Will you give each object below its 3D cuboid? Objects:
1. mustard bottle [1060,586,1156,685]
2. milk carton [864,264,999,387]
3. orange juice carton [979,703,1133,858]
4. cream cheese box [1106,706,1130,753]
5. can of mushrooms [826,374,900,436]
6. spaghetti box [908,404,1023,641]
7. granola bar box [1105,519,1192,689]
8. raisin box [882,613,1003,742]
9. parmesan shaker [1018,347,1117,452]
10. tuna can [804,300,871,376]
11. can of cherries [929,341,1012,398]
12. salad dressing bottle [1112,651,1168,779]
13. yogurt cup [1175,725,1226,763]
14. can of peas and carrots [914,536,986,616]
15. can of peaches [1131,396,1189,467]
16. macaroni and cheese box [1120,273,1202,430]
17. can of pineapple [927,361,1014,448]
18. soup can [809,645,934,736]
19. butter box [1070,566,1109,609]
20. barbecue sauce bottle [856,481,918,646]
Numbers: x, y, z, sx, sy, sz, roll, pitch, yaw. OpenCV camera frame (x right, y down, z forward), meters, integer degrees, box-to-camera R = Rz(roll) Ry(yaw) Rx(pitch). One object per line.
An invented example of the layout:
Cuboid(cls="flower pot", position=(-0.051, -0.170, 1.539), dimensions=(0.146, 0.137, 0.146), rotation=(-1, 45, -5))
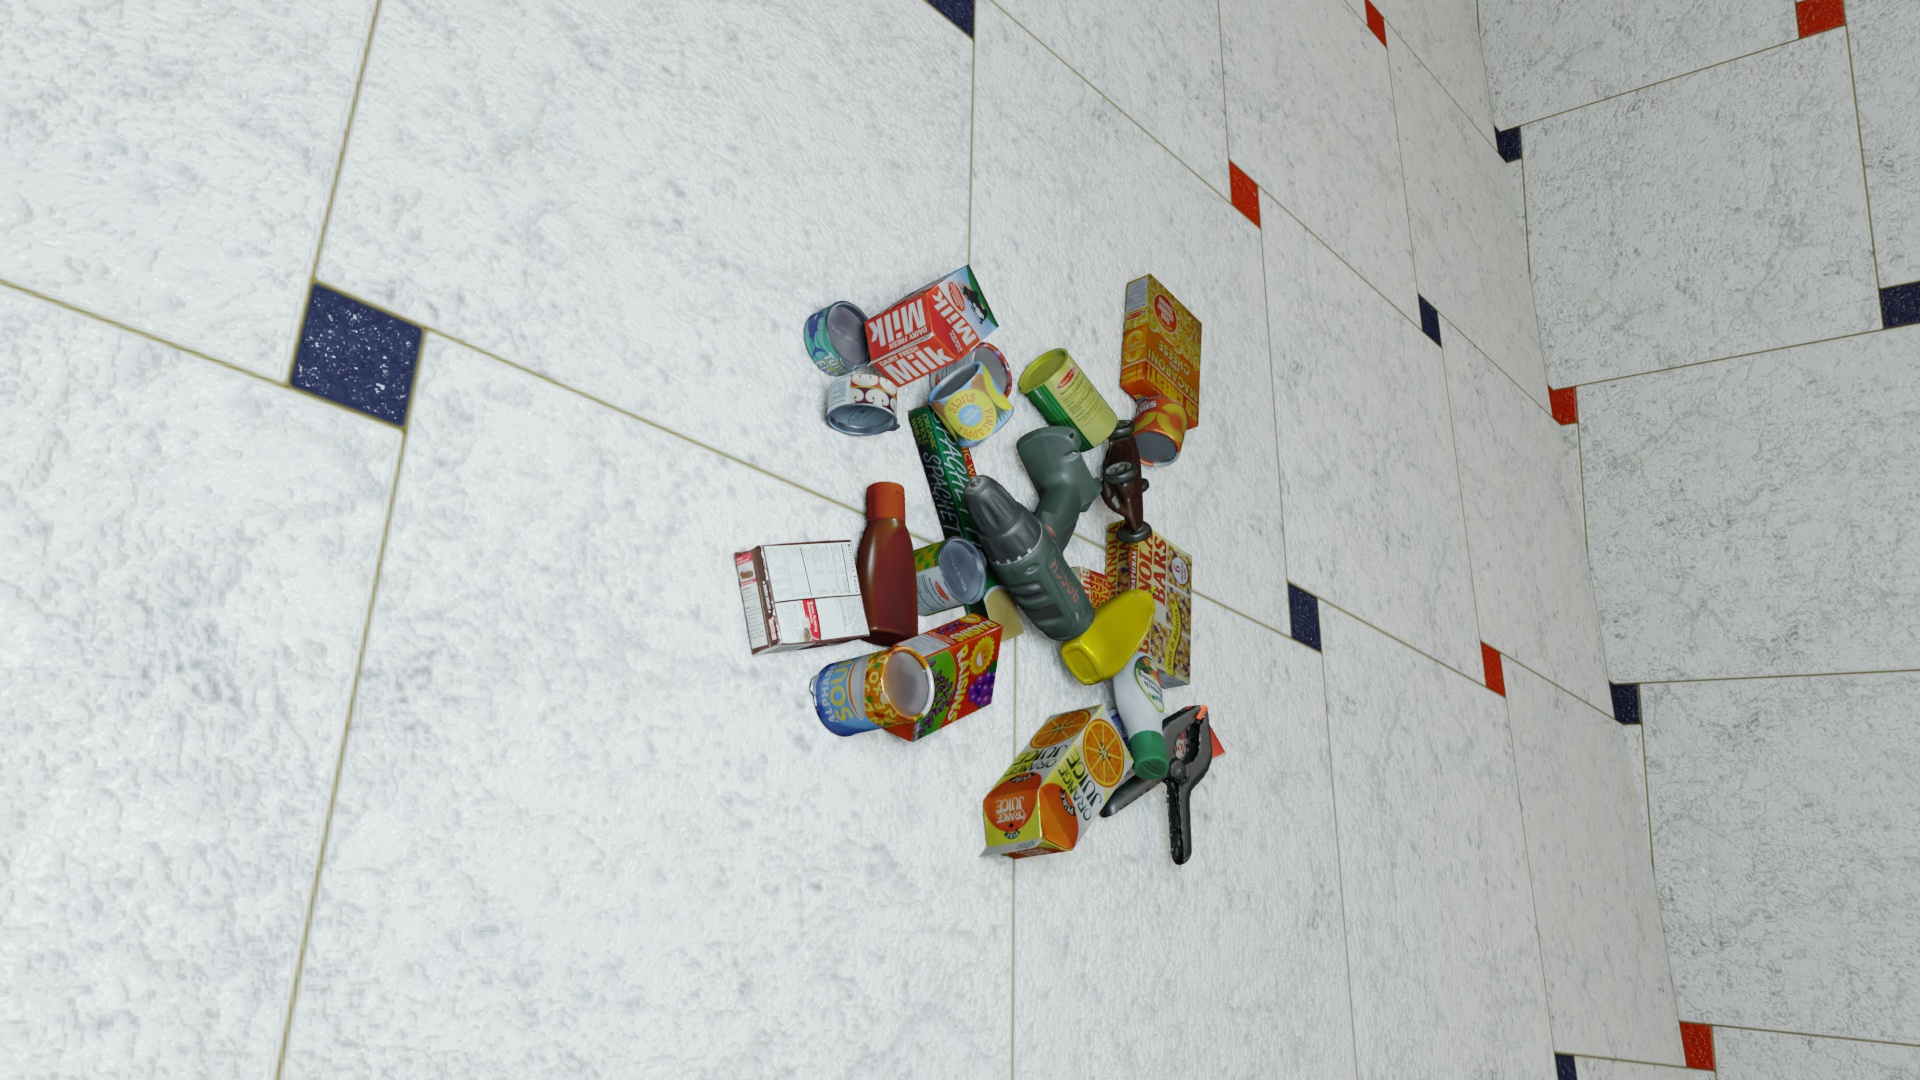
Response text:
Cuboid(cls="mustard bottle", position=(0.169, 0.092, 1.480), dimensions=(0.161, 0.048, 0.065), rotation=(-38, 96, -44))
Cuboid(cls="milk carton", position=(-0.031, -0.206, 1.351), dimensions=(0.073, 0.072, 0.191), rotation=(63, 25, -12))
Cuboid(cls="orange juice carton", position=(0.089, 0.245, 1.351), dimensions=(0.194, 0.071, 0.073), rotation=(-43, 108, -49))
Cuboid(cls="cream cheese box", position=(0.165, 0.207, 1.494), dimensions=(0.104, 0.024, 0.053), rotation=(-5, 78, -51))
Cuboid(cls="can of mushrooms", position=(-0.089, -0.125, 1.290), dimensions=(0.071, 0.071, 0.033), rotation=(22, 58, -44))
Cuboid(cls="spaghetti box", position=(0.005, -0.017, 1.390), dimensions=(0.050, 0.028, 0.250), rotation=(-14, 87, -52))
Cuboid(cls="granola bar box", position=(0.215, 0.073, 1.595), dimensions=(0.124, 0.039, 0.166), rotation=(30, 55, -39))
Cuboid(cls="raisin box", position=(-0.015, 0.124, 1.275), dimensions=(0.124, 0.040, 0.085), rotation=(-18, 121, -51))
Cuboid(cls="parmesan shaker", position=(0.119, -0.154, 1.551), dimensions=(0.103, 0.071, 0.072), rotation=(49, 44, -27))
Cuboid(cls="tuna can", position=(-0.114, -0.188, 1.313), dimensions=(0.071, 0.032, 0.071), rotation=(22, 59, -44))
Cuboid(cls="can of cherries", position=(0.013, -0.166, 1.434), dimensions=(0.071, 0.058, 0.072), rotation=(21, 60, -43))
Cuboid(cls="salad dressing bottle", position=(0.192, 0.184, 1.467), dimensions=(0.064, 0.044, 0.148), rotation=(42, 28, -32))
Cuboid(cls="yogurt cup", position=(0.259, 0.229, 1.567), dimensions=(0.072, 0.072, 0.054), rotation=(-11, 76, -51))
Cuboid(cls="can of peas and carrots", position=(-0.017, 0.034, 1.320), dimensions=(0.071, 0.058, 0.071), rotation=(23, 59, -44))
Cuboid(cls="can of peaches", position=(0.237, -0.132, 1.681), dimensions=(0.071, 0.071, 0.058), rotation=(45, 47, -30))
Cuboid(cls="macaroni and cheese box", position=(0.256, -0.236, 1.765), dimensions=(0.123, 0.040, 0.167), rotation=(34, 52, -38))
Cuboid(cls="can of pineapple", position=(0.010, -0.133, 1.362), dimensions=(0.057, 0.071, 0.071), rotation=(53, 42, -22))
Cuboid(cls="soup can", position=(-0.076, 0.129, 1.193), dimensions=(0.071, 0.083, 0.071), rotation=(21, 60, -43))
Cuboid(cls="butter box", position=(0.139, 0.082, 1.513), dimensions=(0.053, 0.024, 0.104), rotation=(20, 61, -44))
Cuboid(cls="barbecue sauce bottle", position=(-0.068, 0.020, 1.277), dimensions=(0.065, 0.043, 0.149), rotation=(22, 59, -47))
